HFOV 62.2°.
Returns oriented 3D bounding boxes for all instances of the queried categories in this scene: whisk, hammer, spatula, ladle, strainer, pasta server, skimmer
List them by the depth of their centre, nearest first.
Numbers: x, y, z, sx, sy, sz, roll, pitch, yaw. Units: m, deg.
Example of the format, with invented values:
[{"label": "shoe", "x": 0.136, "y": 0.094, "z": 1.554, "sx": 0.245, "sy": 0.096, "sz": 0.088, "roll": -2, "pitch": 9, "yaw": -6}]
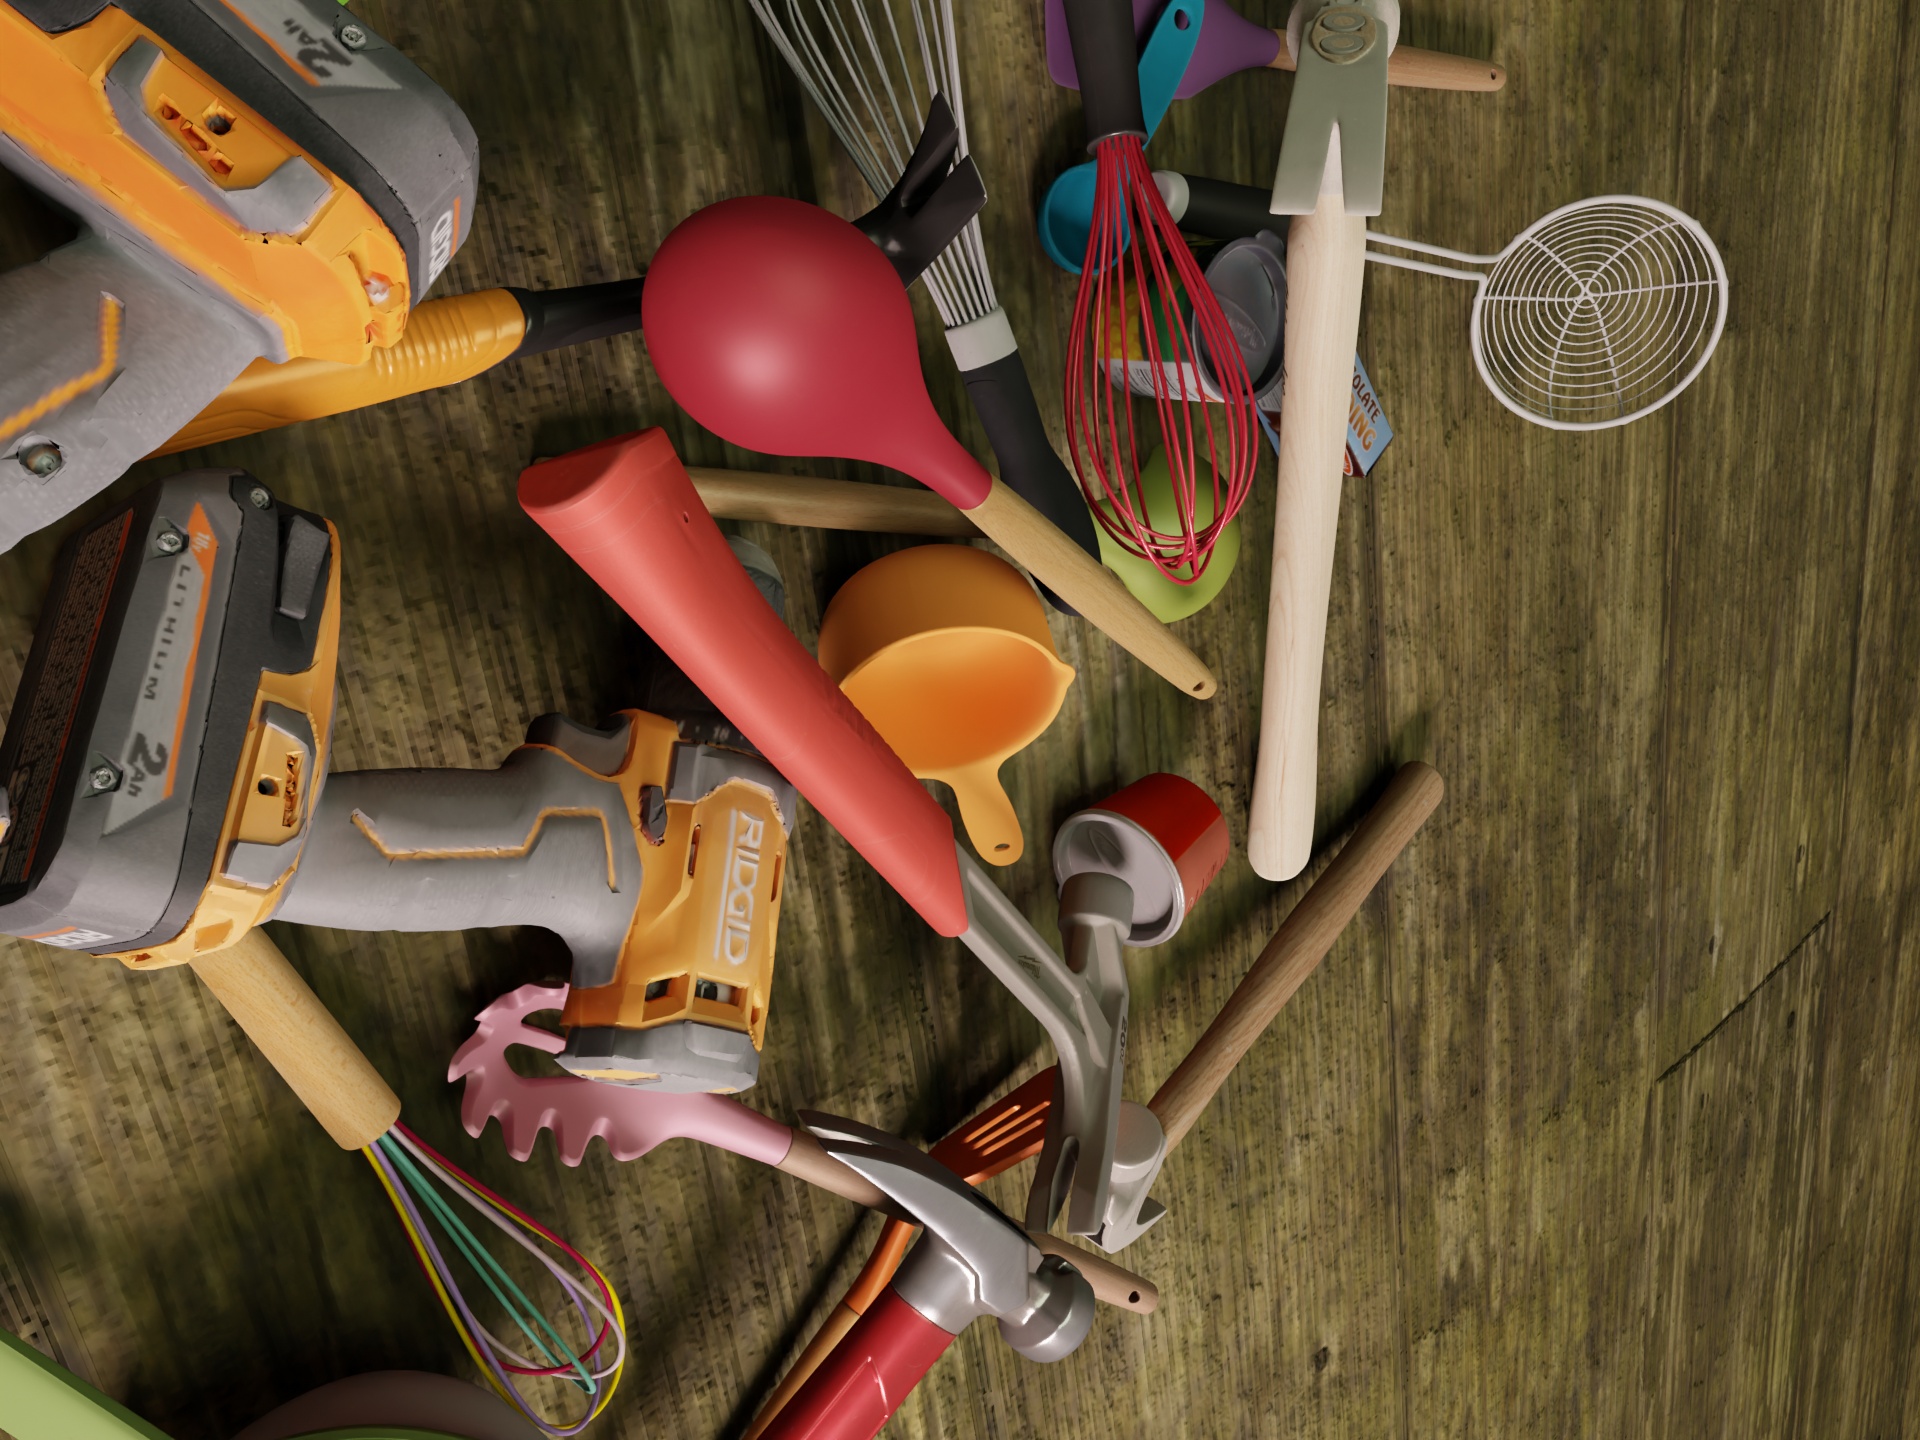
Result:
[{"label": "hammer", "x": -0.151, "y": -0.102, "z": 0.431, "sx": 0.337, "sy": 0.127, "sz": 0.034, "roll": -22, "pitch": 89, "yaw": -30}, {"label": "strainer", "x": -0.215, "y": 0.222, "z": 0.484, "sx": 0.151, "sy": 0.069, "sz": 0.256, "roll": -38, "pitch": 113, "yaw": 9}, {"label": "whisk", "x": -0.175, "y": 0.142, "z": 0.511, "sx": 0.047, "sy": 0.051, "sz": 0.244, "roll": -36, "pitch": 118, "yaw": -19}, {"label": "ladle", "x": 0.016, "y": -0.064, "z": 0.523, "sx": 0.069, "sy": 0.031, "sz": 0.315, "roll": -41, "pitch": 143, "yaw": 13}, {"label": "hammer", "x": -0.024, "y": 0.042, "z": 0.530, "sx": 0.358, "sy": 0.037, "sz": 0.149, "roll": 52, "pitch": 40, "yaw": -45}, {"label": "whisk", "x": -0.006, "y": -0.163, "z": 0.550, "sx": 0.070, "sy": 0.070, "sz": 0.284, "roll": -35, "pitch": 115, "yaw": -31}, {"label": "hammer", "x": -0.120, "y": 0.317, "z": 0.557, "sx": 0.386, "sy": 0.038, "sz": 0.143, "roll": -49, "pitch": 117, "yaw": -6}, {"label": "pasta server", "x": -0.042, "y": 0.170, "z": 0.589, "sx": 0.316, "sy": 0.040, "sz": 0.060, "roll": 30, "pitch": 88, "yaw": -25}, {"label": "whisk", "x": 0.062, "y": -0.197, "z": 0.596, "sx": 0.073, "sy": 0.073, "sz": 0.296, "roll": -7, "pitch": 89, "yaw": -41}, {"label": "ladle", "x": -0.012, "y": -0.079, "z": 0.609, "sx": 0.320, "sy": 0.062, "sz": 0.078, "roll": 0, "pitch": 98, "yaw": -35}, {"label": "hammer", "x": 0.138, "y": -0.068, "z": 0.645, "sx": 0.410, "sy": 0.038, "sz": 0.146, "roll": 82, "pitch": 17, "yaw": -45}, {"label": "spatula", "x": -0.050, "y": 0.268, "z": 0.652, "sx": 0.041, "sy": 0.081, "sz": 0.323, "roll": 39, "pitch": 77, "yaw": -12}, {"label": "spatula", "x": 0.153, "y": -0.300, "z": 0.709, "sx": 0.316, "sy": 0.018, "sz": 0.059, "roll": -12, "pitch": 107, "yaw": -39}, {"label": "skimmer", "x": 0.235, "y": -0.208, "z": 0.758, "sx": 0.363, "sy": 0.090, "sz": 0.127, "roll": -4, "pitch": 135, "yaw": -39}, {"label": "hammer", "x": 0.156, "y": 0.130, "z": 0.792, "sx": 0.331, "sy": 0.031, "sz": 0.130, "roll": -43, "pitch": 153, "yaw": -34}]

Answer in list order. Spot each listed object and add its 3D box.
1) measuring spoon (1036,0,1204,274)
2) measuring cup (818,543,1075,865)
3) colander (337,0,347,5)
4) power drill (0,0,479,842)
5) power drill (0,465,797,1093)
[{"label": "measuring spoon", "x": 0.064, "y": -0.237, "z": 0.639, "sx": 0.042, "sy": 0.021, "sz": 0.128, "roll": 29, "pitch": 83, "yaw": -31}, {"label": "measuring cup", "x": -0.001, "y": -0.002, "z": 0.622, "sx": 0.095, "sy": 0.052, "sz": 0.173, "roll": -16, "pitch": 146, "yaw": 3}, {"label": "colander", "x": -0.242, "y": -0.316, "z": 0.291, "sx": 0.204, "sy": 0.095, "sz": 0.396, "roll": -54, "pitch": 130, "yaw": -18}, {"label": "power drill", "x": -0.224, "y": -0.073, "z": 0.317, "sx": 0.164, "sy": 0.084, "sz": 0.226, "roll": 37, "pitch": 75, "yaw": -13}, {"label": "power drill", "x": -0.140, "y": 0.003, "z": 0.467, "sx": 0.226, "sy": 0.084, "sz": 0.185, "roll": 24, "pitch": 64, "yaw": -42}]
